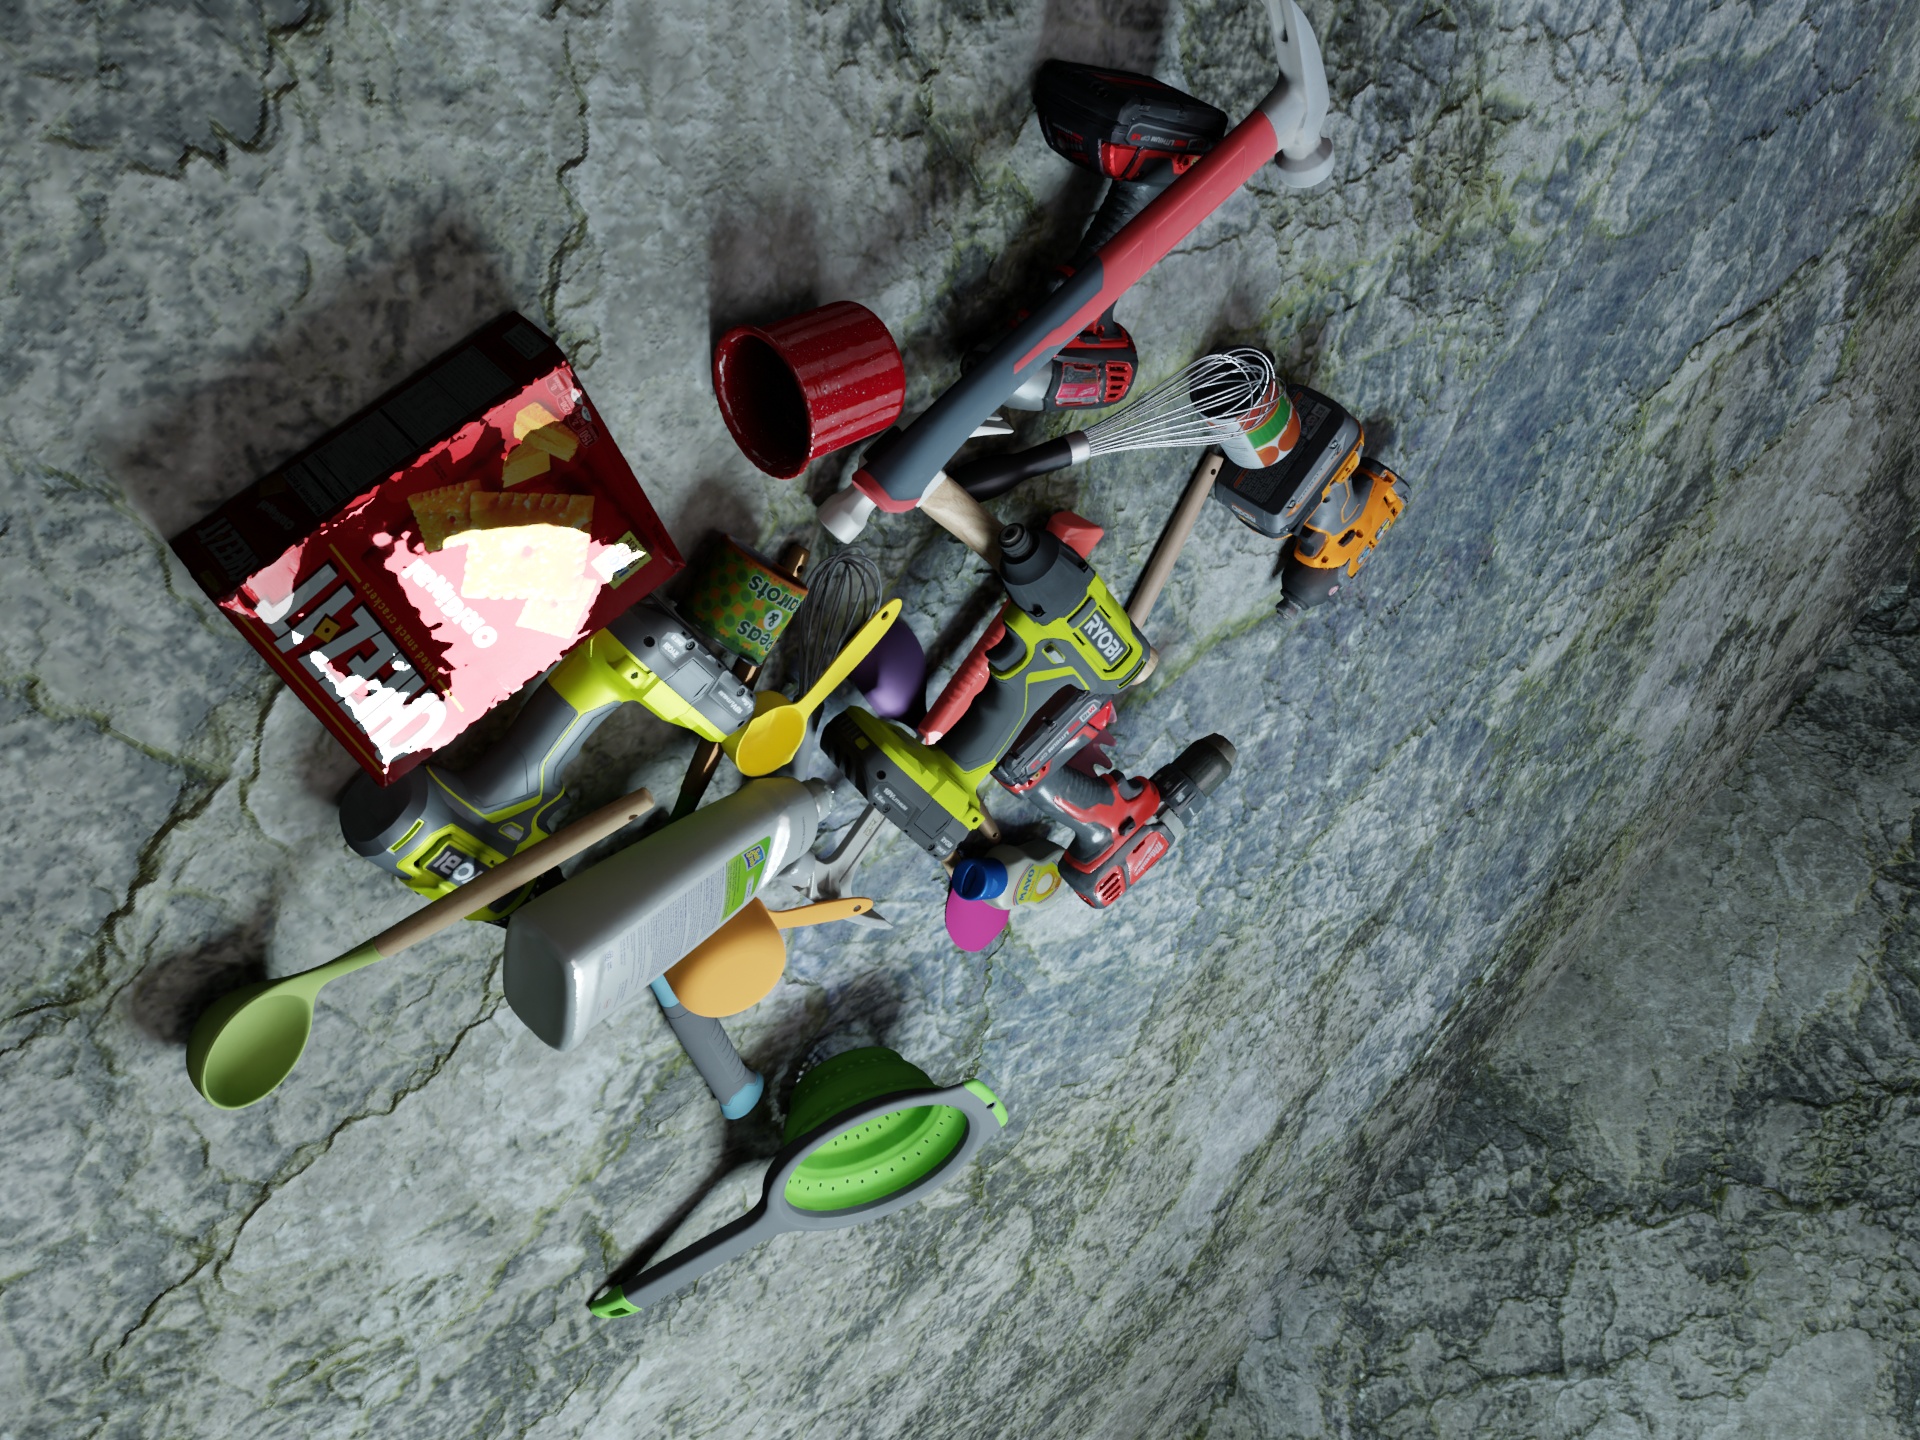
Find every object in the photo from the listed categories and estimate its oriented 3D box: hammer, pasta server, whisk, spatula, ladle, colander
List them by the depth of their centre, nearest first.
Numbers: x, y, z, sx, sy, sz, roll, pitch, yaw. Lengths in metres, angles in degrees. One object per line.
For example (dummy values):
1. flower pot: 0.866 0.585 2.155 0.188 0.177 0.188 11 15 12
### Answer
1. ladle: -0.313 0.131 0.930 0.320 0.062 0.078 -29 158 6
2. hammer: 0.077 -0.276 0.979 0.386 0.038 0.143 -43 146 -4
3. whisk: -0.106 -0.013 1.118 0.055 0.055 0.239 -6 125 -44
4. hammer: 0.048 -0.112 1.146 0.130 0.031 0.331 -46 135 10
5. whisk: 0.112 -0.208 1.155 0.284 0.070 0.070 -22 136 -16
6. hammer: -0.212 0.215 1.216 0.128 0.033 0.330 -38 142 -19
7. hammer: -0.002 -0.004 1.225 0.359 0.037 0.149 -55 143 -2
8. spatula: -0.019 0.018 1.268 0.060 0.018 0.315 -44 143 -11
9. pasta server: 0.150 -0.079 1.351 0.060 0.040 0.316 15 109 -33
10. colander: -0.157 0.394 1.401 0.397 0.095 0.204 -29 143 0

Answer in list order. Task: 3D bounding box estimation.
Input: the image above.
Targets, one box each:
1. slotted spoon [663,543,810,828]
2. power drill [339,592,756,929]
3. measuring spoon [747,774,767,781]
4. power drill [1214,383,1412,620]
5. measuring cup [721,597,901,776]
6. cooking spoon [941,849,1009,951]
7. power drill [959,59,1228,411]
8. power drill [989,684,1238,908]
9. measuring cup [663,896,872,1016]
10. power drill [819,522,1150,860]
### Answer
1. slotted spoon: -0.170 0.026 1.074 0.070 0.031 0.314 20 96 -51
2. power drill: -0.242 0.033 0.991 0.228 0.080 0.190 -46 143 -3
3. measuring spoon: -0.148 0.055 1.159 0.124 0.018 0.034 -49 144 -4
4. power drill: 0.306 -0.182 1.397 0.164 0.084 0.226 -55 148 5
5. measuring cup: -0.100 -0.029 1.062 0.156 0.029 0.062 -48 148 -8
6. cooking spoon: -0.010 0.117 1.362 0.069 0.017 0.318 -43 144 -13
7. power drill: 0.079 -0.307 1.048 0.143 0.079 0.219 -12 131 -41
8. power drill: 0.126 0.036 1.333 0.188 0.080 0.226 -44 128 -4
9. measuring cup: -0.133 0.165 1.159 0.173 0.052 0.095 -9 131 -28
10. power drill: 0.016 -0.024 1.118 0.223 0.080 0.171 -46 136 -1
